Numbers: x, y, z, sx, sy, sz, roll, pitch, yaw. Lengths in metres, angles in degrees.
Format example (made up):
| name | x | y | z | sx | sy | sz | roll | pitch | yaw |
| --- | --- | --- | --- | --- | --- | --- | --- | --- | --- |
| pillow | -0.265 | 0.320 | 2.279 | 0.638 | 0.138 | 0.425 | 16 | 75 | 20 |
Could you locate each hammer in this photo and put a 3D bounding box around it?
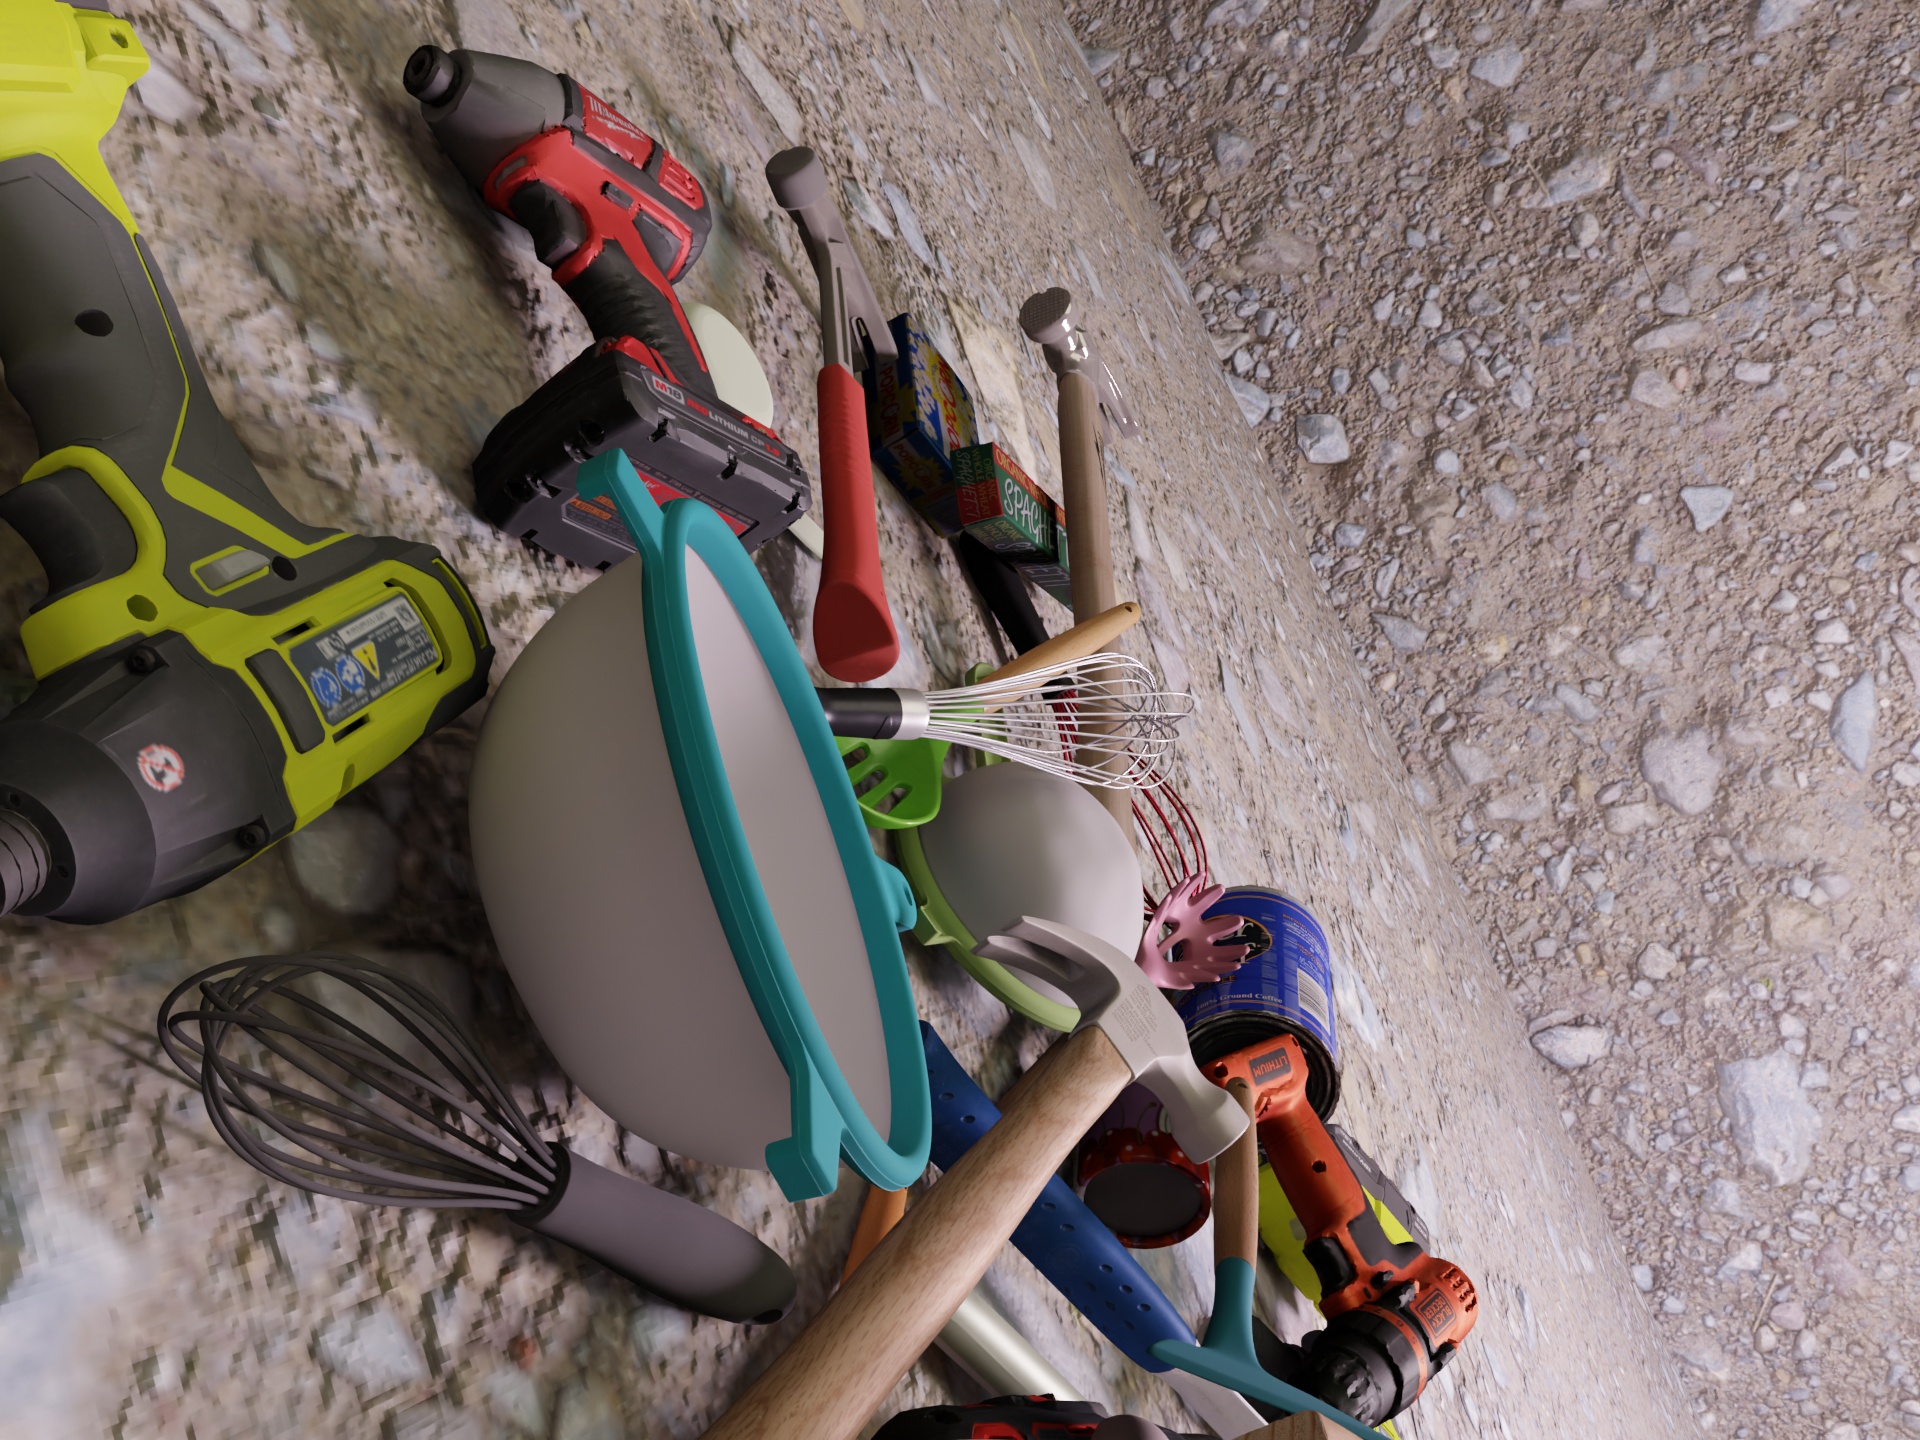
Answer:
| name | x | y | z | sx | sy | sz | roll | pitch | yaw |
| --- | --- | --- | --- | --- | --- | --- | --- | --- | --- |
| hammer | 0.086 | -0.076 | 0.991 | 0.146 | 0.038 | 0.411 | 48 | 34 | -50 |
| hammer | -0.058 | -0.149 | 0.824 | 0.149 | 0.036 | 0.359 | 65 | 12 | -45 |
| hammer | 0.005 | 0.164 | 0.547 | 0.130 | 0.031 | 0.331 | 53 | 30 | 5 |
| hammer | 0.101 | 0.273 | 0.676 | 0.405 | 0.144 | 0.035 | 50 | 20 | -19 |

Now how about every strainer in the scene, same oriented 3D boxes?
| name | x | y | z | sx | sy | sz | roll | pitch | yaw |
| --- | --- | --- | --- | --- | --- | --- | --- | --- | --- |
| strainer | 0.040 | 0.038 | 0.813 | 0.151 | 0.069 | 0.257 | 32 | 29 | -28 |
| strainer | -0.079 | 0.059 | 0.538 | 0.340 | 0.095 | 0.211 | 62 | 10 | -78 |

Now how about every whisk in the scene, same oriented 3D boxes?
| name | x | y | z | sx | sy | sz | roll | pitch | yaw |
| --- | --- | --- | --- | --- | --- | --- | --- | --- | --- |
| whisk | 0.000 | -0.003 | 0.707 | 0.284 | 0.070 | 0.070 | 2 | 62 | -40 |
| whisk | 0.048 | 0.285 | 0.627 | 0.246 | 0.059 | 0.058 | 51 | -13 | -24 |
| whisk | 0.073 | 0.001 | 1.007 | 0.296 | 0.073 | 0.073 | 62 | 19 | 12 |
| whisk | -0.109 | 0.121 | 0.423 | 0.238 | 0.055 | 0.055 | 49 | 24 | -46 |

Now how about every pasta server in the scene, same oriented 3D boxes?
| name | x | y | z | sx | sy | sz | roll | pitch | yaw |
| --- | --- | --- | --- | --- | --- | --- | --- | --- | --- |
| pasta server | 0.082 | 0.149 | 0.825 | 0.060 | 0.040 | 0.316 | 60 | 28 | 3 |

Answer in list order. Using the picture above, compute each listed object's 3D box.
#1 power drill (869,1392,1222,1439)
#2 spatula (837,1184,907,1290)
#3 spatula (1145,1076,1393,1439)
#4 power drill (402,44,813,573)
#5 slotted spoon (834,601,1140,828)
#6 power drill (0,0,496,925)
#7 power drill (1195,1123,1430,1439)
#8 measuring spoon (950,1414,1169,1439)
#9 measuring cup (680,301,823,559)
| name | x | y | z | sx | sy | sz | roll | pitch | yaw |
| --- | --- | --- | --- | --- | --- | --- | --- | --- | --- |
| power drill | 0.060 | 0.335 | 0.509 | 0.187 | 0.080 | 0.227 | 25 | 39 | -42 |
| spatula | -0.053 | 0.233 | 0.468 | 0.081 | 0.041 | 0.323 | 60 | 17 | -15 |
| spatula | 0.116 | 0.201 | 0.641 | 0.317 | 0.082 | 0.044 | -46 | 154 | -76 |
| power drill | -0.146 | -0.168 | 0.631 | 0.143 | 0.078 | 0.220 | 24 | 41 | -53 |
| slotted spoon | 0.020 | -0.014 | 0.809 | 0.070 | 0.031 | 0.314 | 44 | 36 | 11 |
| power drill | -0.211 | -0.070 | 0.360 | 0.223 | 0.080 | 0.171 | 63 | 19 | -13 |
| power drill | 0.202 | 0.338 | 0.889 | 0.190 | 0.080 | 0.229 | 49 | 26 | -14 |
| measuring spoon | 0.030 | 0.231 | 0.492 | 0.124 | 0.018 | 0.034 | 23 | 38 | -42 |
| measuring cup | -0.094 | -0.133 | 0.770 | 0.167 | 0.038 | 0.083 | 45 | 27 | -37 |
